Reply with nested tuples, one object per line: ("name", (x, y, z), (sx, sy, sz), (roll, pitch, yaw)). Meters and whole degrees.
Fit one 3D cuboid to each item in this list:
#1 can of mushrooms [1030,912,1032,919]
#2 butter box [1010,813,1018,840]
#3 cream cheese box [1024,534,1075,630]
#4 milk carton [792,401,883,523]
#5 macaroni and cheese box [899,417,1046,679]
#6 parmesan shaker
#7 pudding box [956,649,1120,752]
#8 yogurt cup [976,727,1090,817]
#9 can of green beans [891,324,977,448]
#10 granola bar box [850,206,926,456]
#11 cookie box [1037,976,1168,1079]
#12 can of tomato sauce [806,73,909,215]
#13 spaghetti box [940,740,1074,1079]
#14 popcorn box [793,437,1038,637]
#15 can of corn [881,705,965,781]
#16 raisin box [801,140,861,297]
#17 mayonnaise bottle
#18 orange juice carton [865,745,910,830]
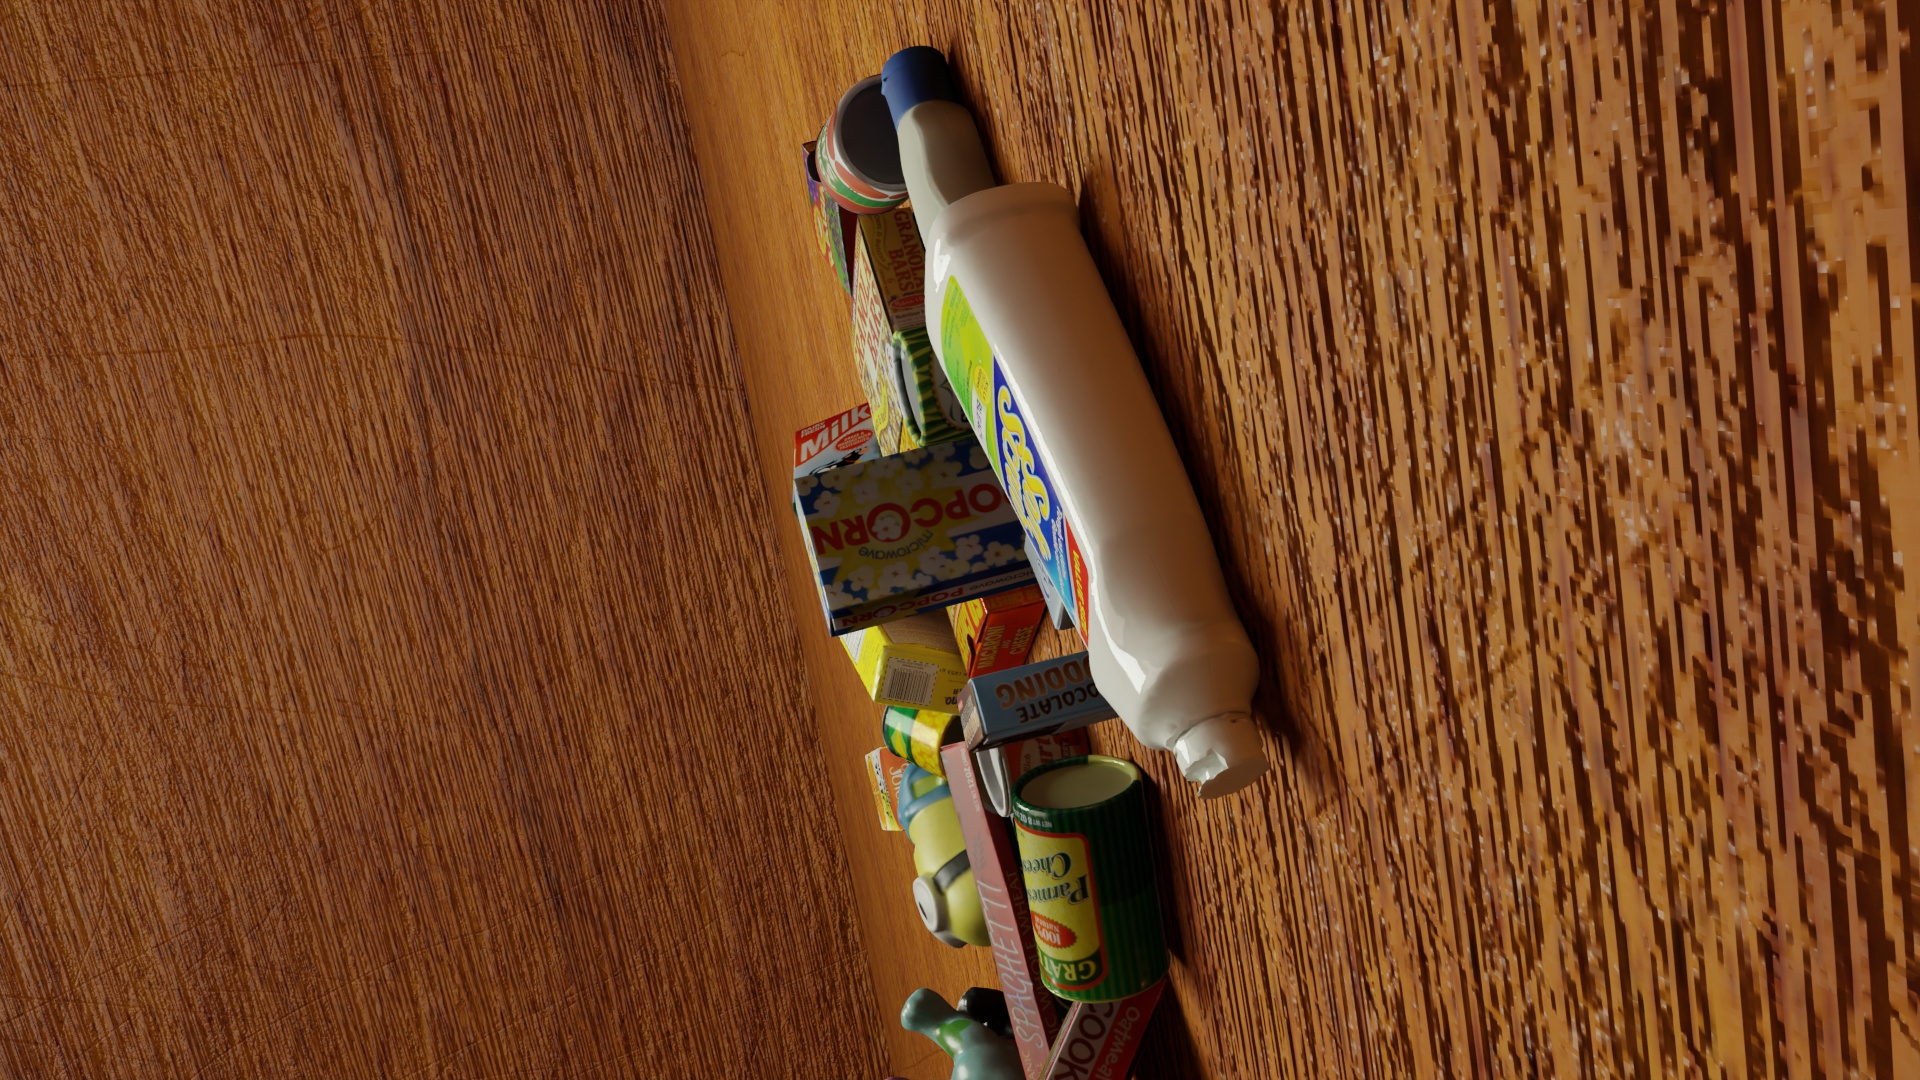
("can of mushrooms", (0.068, 0.242, 0.848), (0.071, 0.033, 0.071), (169, 88, -78))
("butter box", (0.047, 0.157, 0.877), (0.103, 0.024, 0.053), (109, 146, -70))
("cream cheese box", (0.053, -0.005, 0.665), (0.103, 0.024, 0.053), (94, 160, -56))
("milk carton", (-0.084, -0.049, 1.088), (0.191, 0.072, 0.073), (-100, -13, -63))
("macaroni and cheese box", (0.003, -0.011, 0.864), (0.123, 0.040, 0.167), (101, 154, -66))
("parmesan shaker", (0.063, 0.167, 0.695), (0.071, 0.071, 0.102), (-143, 41, -73))
("pudding box", (0.043, 0.073, 0.648), (0.049, 0.084, 0.030), (114, 141, -72))
("yogurt cup", (0.040, 0.118, 0.790), (0.072, 0.054, 0.072), (169, 88, -79))
("can of green beans", (-0.002, -0.088, 0.755), (0.071, 0.058, 0.071), (169, 88, -79))
("granola bar box", (-0.042, -0.129, 0.954), (0.165, 0.039, 0.124), (105, 150, -68))
("cookie box", (0.061, 0.306, 0.762), (0.123, 0.040, 0.166), (-60, -12, -29))
("can of tomato sauce", (-0.048, -0.226, 0.797), (0.083, 0.071, 0.071), (-160, 58, -76))
("spaghetti box", (0.043, 0.253, 0.927), (0.028, 0.050, 0.250), (-28, 72, 41))
("popcorn box", (-0.022, -0.006, 0.769), (0.038, 0.127, 0.085), (92, 162, -64))
("can of corn", (-0.012, 0.136, 0.992), (0.058, 0.071, 0.071), (18, 126, 42))
("raisin box", (-0.082, -0.242, 1.030), (0.124, 0.040, 0.085), (-122, 21, -56))
("mayonnaise bottle", (-0.006, -0.185, 0.713), (0.064, 0.041, 0.148), (107, 149, -66))
("orange juice carton", (-0.032, 0.207, 1.201), (0.192, 0.073, 0.072), (129, 128, -75))
